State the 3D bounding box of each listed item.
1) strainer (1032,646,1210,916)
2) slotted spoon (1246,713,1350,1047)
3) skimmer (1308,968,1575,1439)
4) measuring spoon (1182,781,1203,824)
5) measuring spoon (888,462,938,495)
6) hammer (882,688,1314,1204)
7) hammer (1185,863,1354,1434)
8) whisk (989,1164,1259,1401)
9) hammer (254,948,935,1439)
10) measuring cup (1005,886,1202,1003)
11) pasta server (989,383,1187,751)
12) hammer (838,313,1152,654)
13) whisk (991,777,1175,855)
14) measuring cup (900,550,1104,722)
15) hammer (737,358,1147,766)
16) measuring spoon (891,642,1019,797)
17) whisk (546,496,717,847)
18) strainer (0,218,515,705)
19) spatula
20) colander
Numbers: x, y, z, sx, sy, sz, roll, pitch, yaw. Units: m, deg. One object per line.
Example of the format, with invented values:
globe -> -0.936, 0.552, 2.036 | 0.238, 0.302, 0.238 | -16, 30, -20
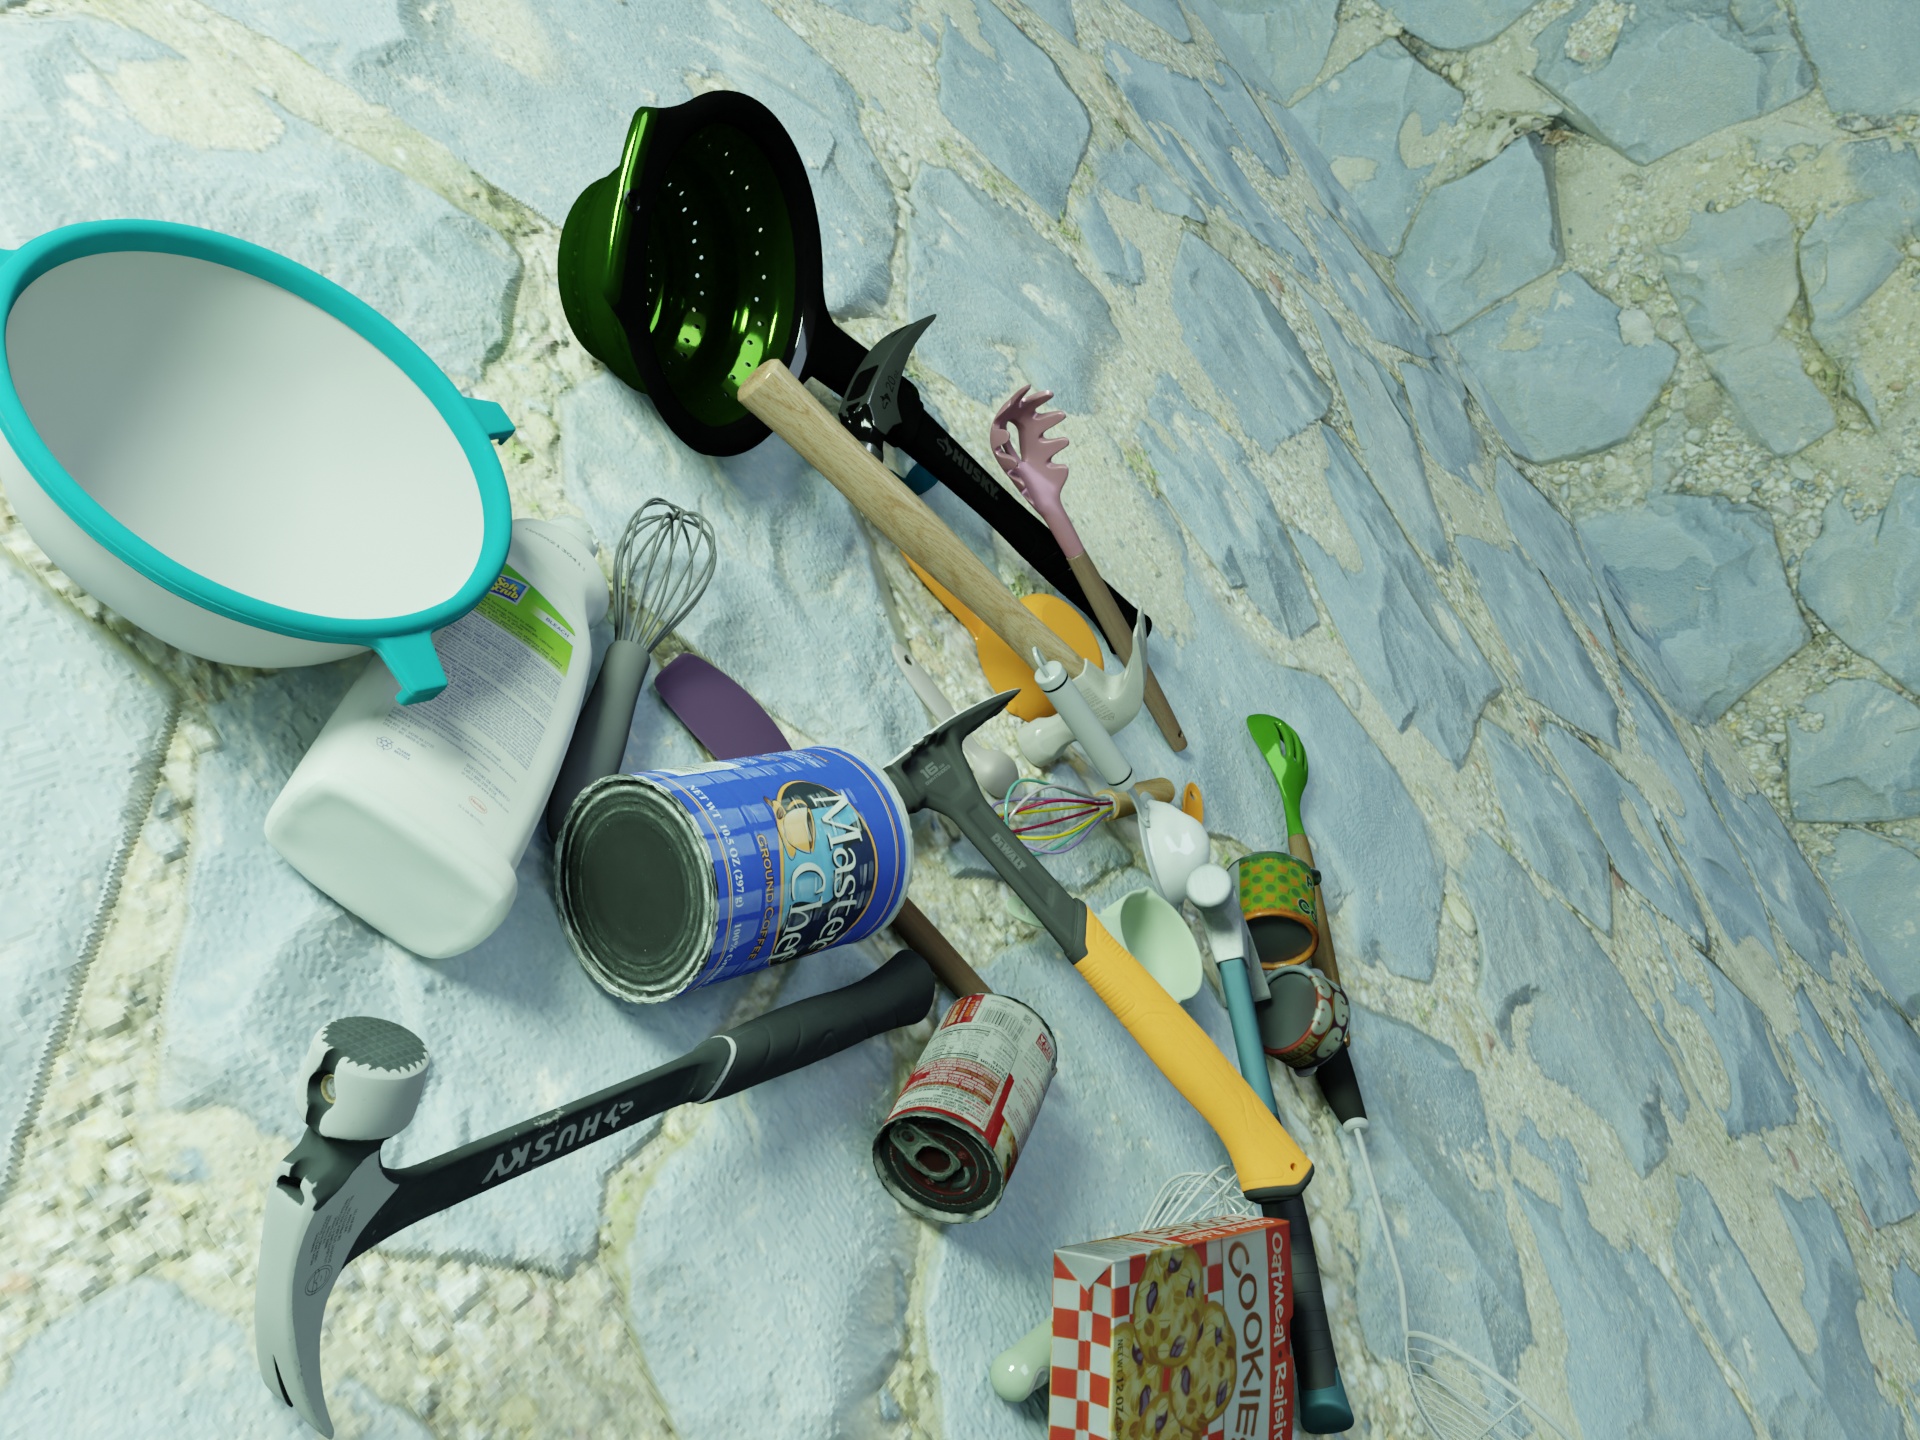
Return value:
strainer -> 0.109, 0.043, 1.030 | 0.258, 0.050, 0.087 | 53, 27, -34
slotted spoon -> 0.274, 0.116, 1.262 | 0.070, 0.031, 0.314 | 29, 42, -34
skimmer -> 0.311, 0.323, 1.063 | 0.127, 0.090, 0.364 | 67, 10, -51
measuring spoon -> 0.167, 0.082, 1.174 | 0.021, 0.011, 0.117 | 43, 31, -16
measuring spoon -> -0.039, -0.165, 1.133 | 0.042, 0.021, 0.129 | 59, 22, -11
hammer -> 0.088, 0.136, 0.923 | 0.127, 0.034, 0.337 | -37, 84, -33
hammer -> 0.191, 0.261, 0.985 | 0.128, 0.033, 0.331 | 55, 24, -60
whisk -> 0.091, 0.298, 0.853 | 0.059, 0.057, 0.246 | 30, 25, 29
hammer -> -0.118, 0.156, 0.666 | 0.036, 0.149, 0.408 | 26, 14, 24
measuring cup -> 0.081, 0.138, 0.989 | 0.167, 0.038, 0.083 | 19, 46, -36
pasta server -> 0.101, -0.100, 1.153 | 0.060, 0.040, 0.316 | -48, 120, -30
hammer -> 0.038, -0.148, 1.144 | 0.334, 0.035, 0.146 | 37, 55, -39
whisk -> 0.084, 0.057, 1.063 | 0.245, 0.047, 0.051 | -7, 79, -59
measuring cup -> 0.032, -0.074, 1.099 | 0.173, 0.052, 0.095 | 45, 34, -18
hammer -> -0.006, -0.100, 0.987 | 0.331, 0.130, 0.031 | 42, 37, -24
measuring spoon -> -0.002, -0.003, 1.025 | 0.124, 0.018, 0.034 | 52, 33, -3
whisk -> -0.170, -0.030, 0.815 | 0.055, 0.055, 0.239 | 36, 42, -27
strainer -> -0.350, -0.123, 0.625 | 0.340, 0.095, 0.211 | 29, 37, -29
spatula -> -0.052, 0.084, 0.882 | 0.316, 0.018, 0.060 | 49, 32, -7
colander -> -0.139, -0.253, 1.013 | 0.396, 0.094, 0.204 | 17, 83, -67
